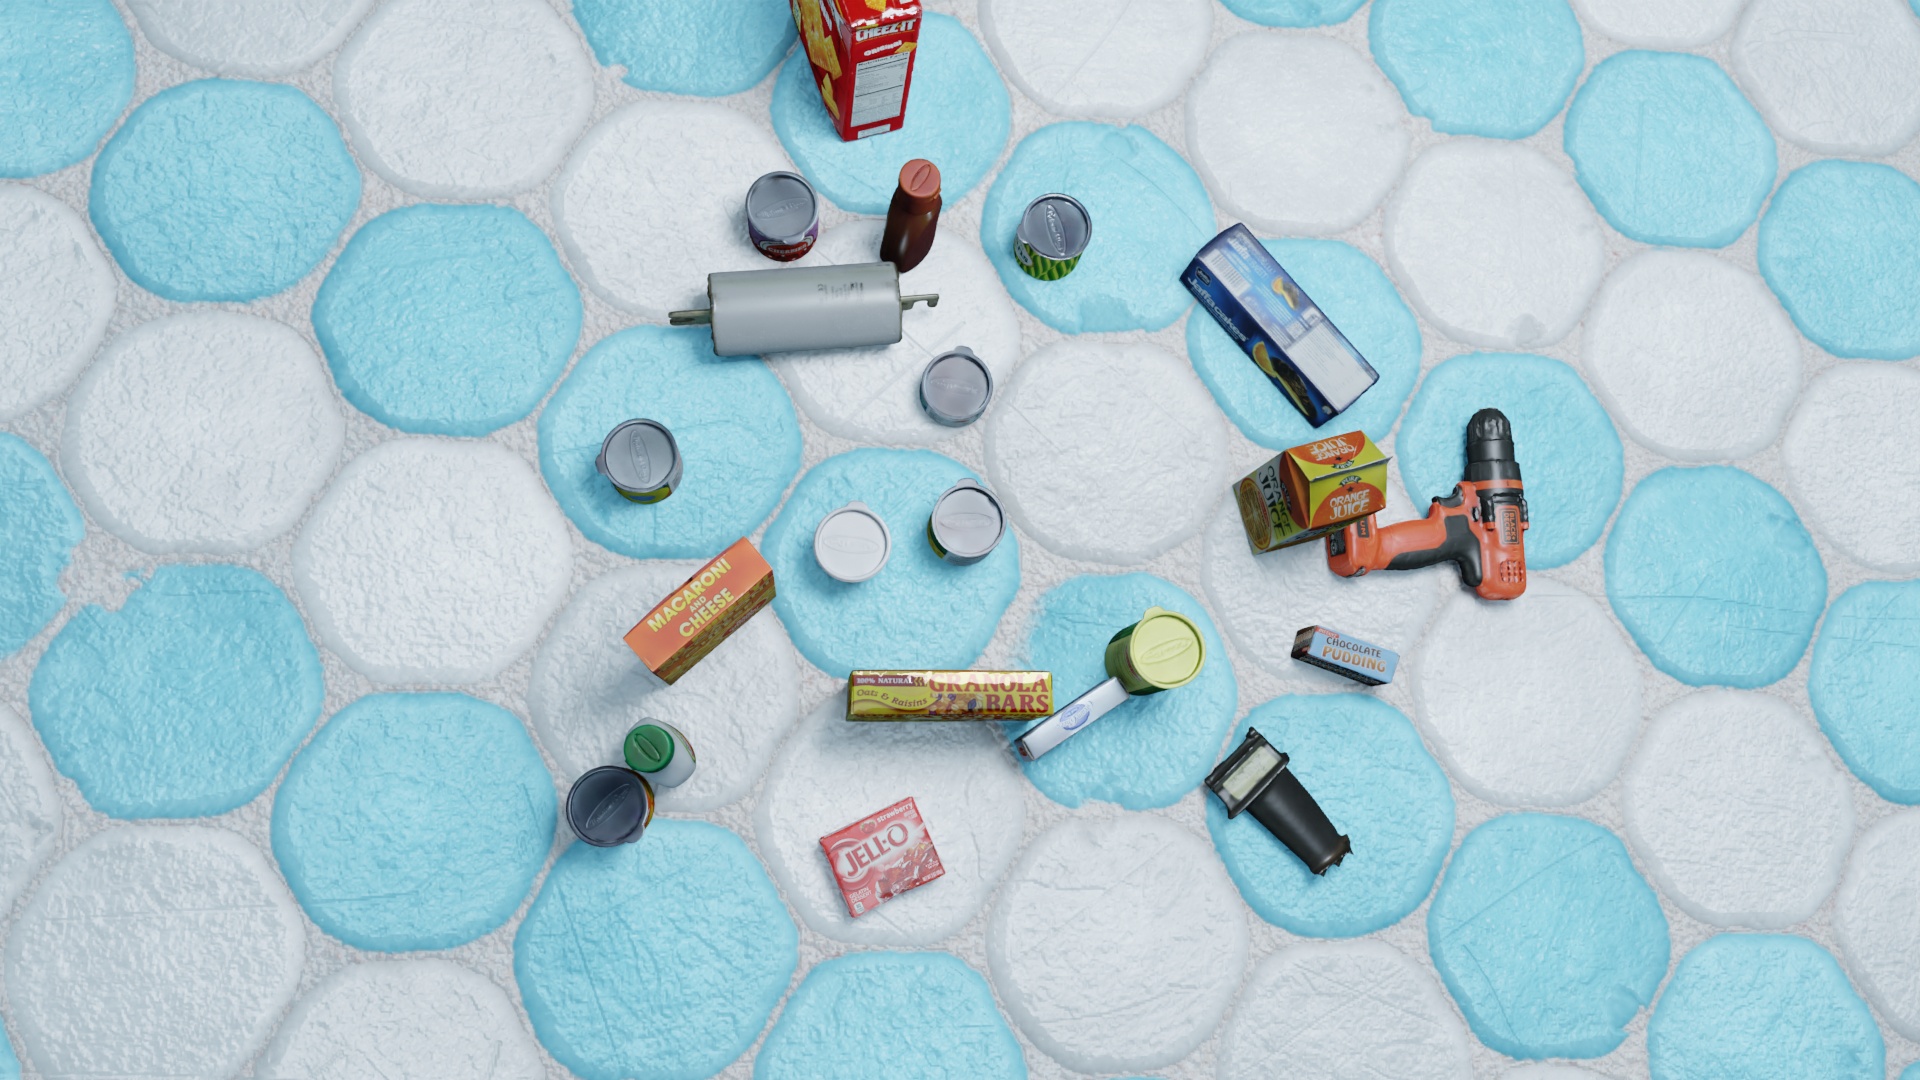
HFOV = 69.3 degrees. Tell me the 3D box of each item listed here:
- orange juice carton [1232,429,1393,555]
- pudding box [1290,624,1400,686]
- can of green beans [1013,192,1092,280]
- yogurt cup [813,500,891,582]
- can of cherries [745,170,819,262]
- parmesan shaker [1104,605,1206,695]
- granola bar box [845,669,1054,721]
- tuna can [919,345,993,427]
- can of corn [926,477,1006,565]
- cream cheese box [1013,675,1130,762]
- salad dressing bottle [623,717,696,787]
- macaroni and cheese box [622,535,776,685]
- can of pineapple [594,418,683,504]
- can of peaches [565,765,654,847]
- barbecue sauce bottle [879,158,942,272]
[{"bbox_3d":[0.308,-0.043,1.216,0.072,0.192,0.073,-14,82,-9],"label":"orange juice carton"},{"bbox_3d":[0.351,0.105,1.267,0.084,0.049,0.030,20,78,-3],"label":"pudding box"},{"bbox_3d":[0.086,-0.284,1.303,0.071,0.057,0.071,1,80,-7],"label":"can of green beans"},{"bbox_3d":[-0.096,0.007,1.230,0.072,0.054,0.072,1,80,-7],"label":"yogurt cup"},{"bbox_3d":[-0.163,-0.294,1.275,0.071,0.058,0.071,1,80,-7],"label":"can of cherries"},{"bbox_3d":[0.168,0.098,1.219,0.071,0.103,0.071,1,80,-6],"label":"parmesan shaker"},{"bbox_3d":[-0.013,0.132,1.180,0.166,0.124,0.039,1,80,-7],"label":"granola bar box"},{"bbox_3d":[-0.004,-0.141,1.279,0.071,0.032,0.071,1,80,-7],"label":"tuna can"},{"bbox_3d":[0.004,-0.016,1.244,0.071,0.058,0.071,1,80,-7],"label":"can of corn"},{"bbox_3d":[0.097,0.158,1.225,0.104,0.053,0.024,-32,85,-11],"label":"cream cheese box"},{"bbox_3d":[-0.248,0.172,1.133,0.044,0.147,0.064,-42,87,-12],"label":"salad dressing bottle"},{"bbox_3d":[-0.212,0.061,1.148,0.124,0.166,0.040,-41,87,-12],"label":"macaroni and cheese box"},{"bbox_3d":[-0.280,-0.069,1.220,0.071,0.057,0.071,1,80,-7],"label":"can of pineapple"},{"bbox_3d":[-0.291,0.224,1.164,0.071,0.058,0.071,1,80,-7],"label":"can of peaches"},{"bbox_3d":[-0.042,-0.293,1.244,0.044,0.148,0.065,33,78,0],"label":"barbecue sauce bottle"}]
